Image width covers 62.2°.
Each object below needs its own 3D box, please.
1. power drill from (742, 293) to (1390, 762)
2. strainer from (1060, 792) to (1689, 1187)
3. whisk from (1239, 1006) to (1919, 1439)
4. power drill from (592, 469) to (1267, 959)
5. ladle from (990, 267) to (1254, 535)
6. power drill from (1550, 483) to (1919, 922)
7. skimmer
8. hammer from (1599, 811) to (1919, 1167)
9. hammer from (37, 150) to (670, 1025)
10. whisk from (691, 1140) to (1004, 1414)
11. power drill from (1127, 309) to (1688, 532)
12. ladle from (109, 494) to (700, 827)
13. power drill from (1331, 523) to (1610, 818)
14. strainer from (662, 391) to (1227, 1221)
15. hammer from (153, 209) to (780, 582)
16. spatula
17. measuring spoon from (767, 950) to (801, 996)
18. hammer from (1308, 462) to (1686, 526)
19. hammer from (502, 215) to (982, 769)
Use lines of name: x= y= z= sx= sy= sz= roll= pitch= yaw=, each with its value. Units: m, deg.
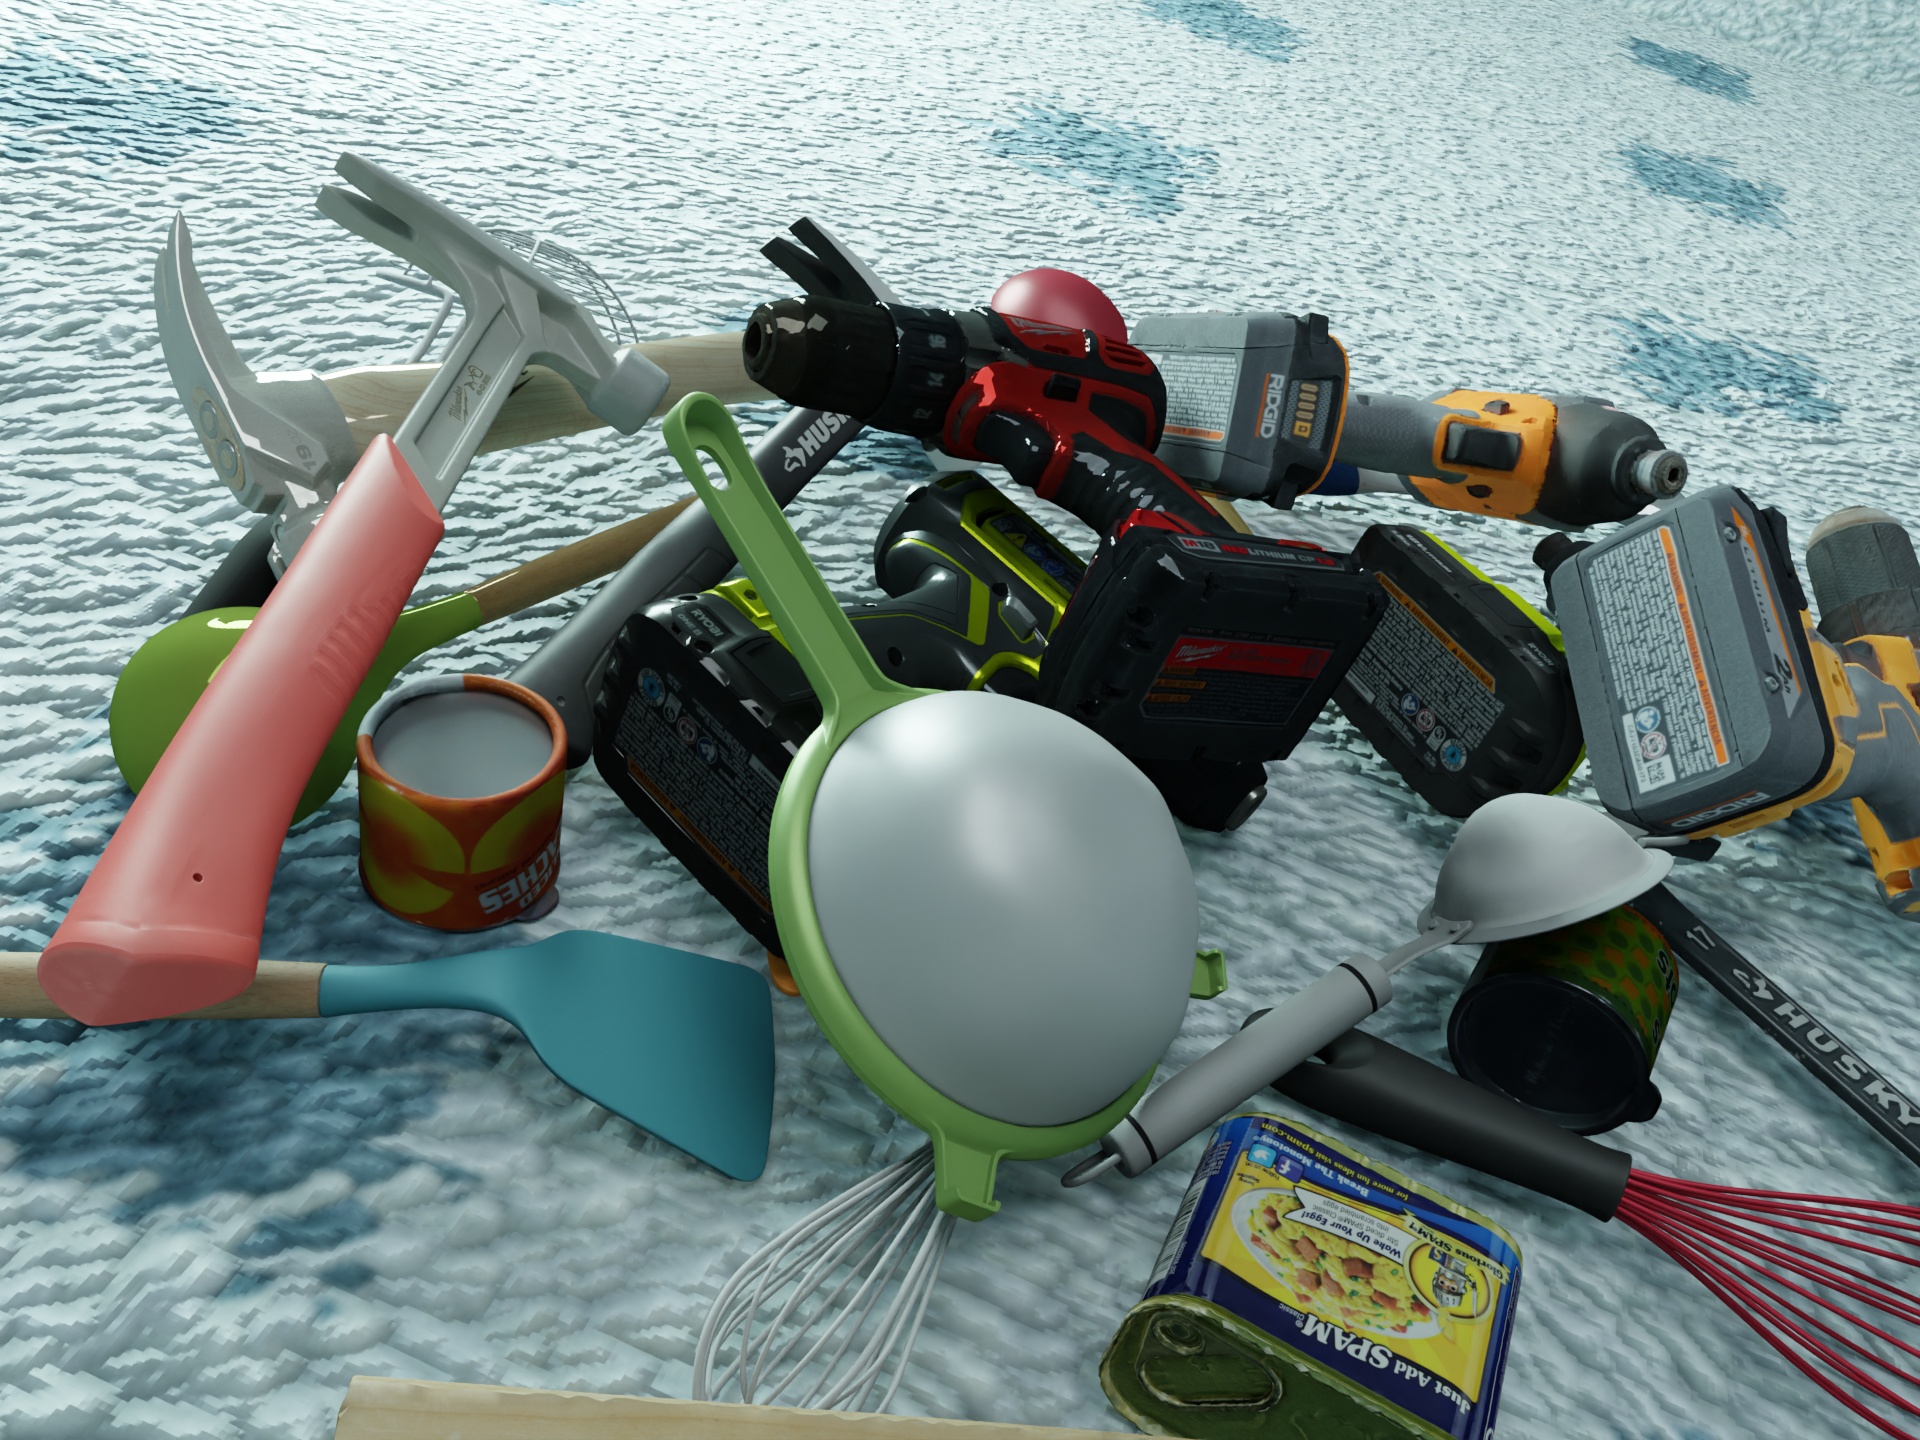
power drill: x=0.031 y=-0.088 z=0.600 sx=0.187 sy=0.080 sz=0.227 roll=3 pitch=39 yaw=-33
strainer: x=0.139 y=0.081 z=0.522 sx=0.258 sy=0.087 sz=0.050 roll=-29 pitch=97 yaw=-18
whisk: x=0.228 y=0.157 z=0.505 sx=0.296 sy=0.073 sz=0.073 roll=21 pitch=38 yaw=17
power drill: x=-0.001 y=-0.002 z=0.596 sx=0.191 sy=0.080 sz=0.228 roll=43 pitch=39 yaw=18
ladle: x=0.108 y=-0.125 z=0.788 sx=0.069 sy=0.031 sz=0.316 roll=-17 pitch=61 yaw=-26
power drill: x=0.339 y=-0.024 z=0.637 sx=0.226 sy=0.084 sz=0.185 roll=14 pitch=61 yaw=-32
skimmer: x=-0.247 y=-0.106 z=0.687 sx=0.127 sy=0.090 sz=0.364 roll=18 pitch=48 yaw=-1
hammer: x=0.365 y=0.170 z=0.551 sx=0.149 sy=0.036 sz=0.409 roll=-14 pitch=47 yaw=-34
hammer: x=-0.199 y=-0.060 z=0.513 sx=0.149 sy=0.036 sz=0.359 roll=33 pitch=37 yaw=-21
whisk: x=0.000 y=0.128 z=0.474 sx=0.058 sy=0.059 sz=0.246 roll=58 pitch=39 yaw=-6
power drill: x=0.202 y=-0.130 z=0.722 sx=0.226 sy=0.084 sz=0.164 roll=5 pitch=11 yaw=-23
ladle: x=-0.182 y=-0.045 z=0.628 sx=0.078 sy=0.062 sz=0.320 roll=55 pitch=36 yaw=-2
power drill: x=0.273 y=-0.031 z=0.724 sx=0.223 sy=0.080 sz=0.171 roll=-3 pitch=43 yaw=-35
strainer: x=-0.004 y=0.001 z=0.467 sx=0.151 sy=0.069 sz=0.256 roll=-28 pitch=85 yaw=-48
hammer: x=-0.144 y=-0.163 z=0.723 sx=0.410 sy=0.038 sz=0.146 roll=-21 pitch=81 yaw=-48
spatula: x=-0.213 y=0.087 z=0.467 sx=0.317 sy=0.044 sz=0.082 roll=3 pitch=40 yaw=-8
measuring spoon: x=-0.056 y=0.052 z=0.570 sx=0.021 sy=0.011 sz=0.117 roll=9 pitch=39 yaw=-8
hammer: x=0.222 y=-0.135 z=0.875 sx=0.405 sy=0.035 sz=0.144 roll=4 pitch=40 yaw=-14
hammer: x=-0.097 y=-0.095 z=0.678 sx=0.146 sy=0.035 sz=0.335 roll=53 pitch=43 yaw=-18
